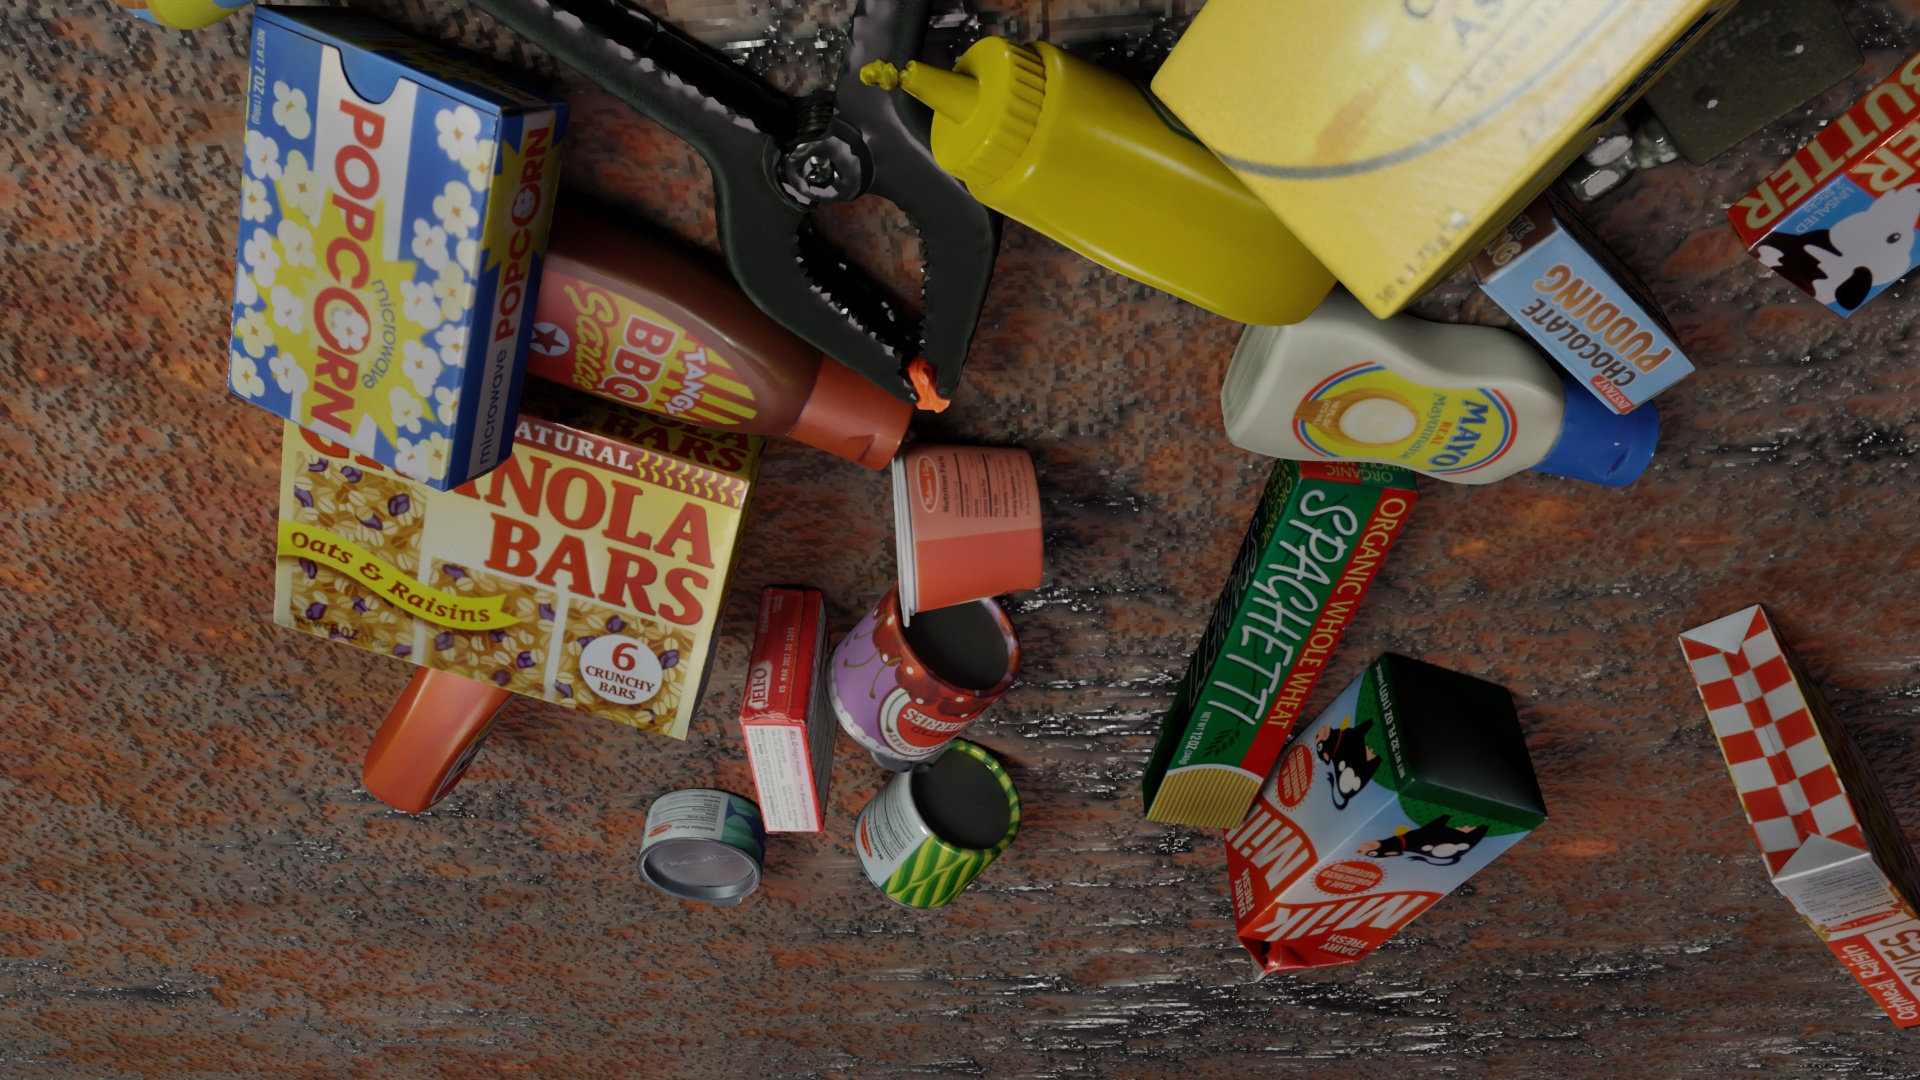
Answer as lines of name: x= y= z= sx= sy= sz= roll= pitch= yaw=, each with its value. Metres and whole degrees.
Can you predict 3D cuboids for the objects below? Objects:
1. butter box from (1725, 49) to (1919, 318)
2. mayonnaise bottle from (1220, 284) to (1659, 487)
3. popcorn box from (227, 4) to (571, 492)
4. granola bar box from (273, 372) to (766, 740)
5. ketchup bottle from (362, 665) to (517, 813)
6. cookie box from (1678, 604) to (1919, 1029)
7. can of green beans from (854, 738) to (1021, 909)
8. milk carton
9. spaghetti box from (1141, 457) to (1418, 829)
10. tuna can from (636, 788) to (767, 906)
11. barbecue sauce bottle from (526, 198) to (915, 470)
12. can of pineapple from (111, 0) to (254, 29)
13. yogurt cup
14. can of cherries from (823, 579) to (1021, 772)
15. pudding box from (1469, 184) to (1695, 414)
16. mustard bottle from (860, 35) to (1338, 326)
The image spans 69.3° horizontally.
butter box: x=0.300 y=-0.120 z=0.430 sx=0.053 sy=0.024 sz=0.103 roll=23 pitch=133 yaw=-21
mayonnaise bottle: x=0.173 y=-0.050 z=0.497 sx=0.148 sy=0.041 sz=0.064 roll=10 pitch=134 yaw=-7
popcorn box: x=-0.176 y=-0.089 z=0.429 sx=0.085 sy=0.038 sz=0.126 roll=25 pitch=117 yaw=10
granola bar box: x=-0.168 y=-0.004 z=0.528 sx=0.166 sy=0.039 sz=0.123 roll=17 pitch=119 yaw=-3
ketchup bottle: x=-0.214 y=0.056 z=0.616 sx=0.043 sy=0.065 sz=0.148 roll=34 pitch=121 yaw=-12
cookie box: x=0.383 y=0.124 z=0.612 sx=0.040 sy=0.123 sz=0.167 roll=-29 pitch=128 yaw=30
can of green beans: x=-0.011 y=0.140 z=0.688 sx=0.071 sy=0.071 sz=0.057 roll=21 pitch=133 yaw=-18
milk carton: x=0.189 y=0.145 z=0.680 sx=0.073 sy=0.073 sz=0.189 roll=17 pitch=135 yaw=-15
spaghetti box: x=0.133 y=0.050 z=0.614 sx=0.050 sy=0.029 sz=0.248 roll=6 pitch=137 yaw=-5
tuna can: x=-0.136 y=0.165 z=0.745 sx=0.071 sy=0.033 sz=0.070 roll=1 pitch=137 yaw=1
barbecue sauce bottle: x=-0.089 y=-0.067 z=0.490 sx=0.148 sy=0.044 sz=0.064 roll=20 pitch=139 yaw=-18
can of pineapple: x=-0.199 y=-0.176 z=0.362 sx=0.058 sy=0.071 sz=0.070 roll=-18 pitch=133 yaw=20
yogurt cup: x=0.002 y=-0.007 z=0.536 sx=0.054 sy=0.073 sz=0.072 roll=-4 pitch=137 yaw=-4
can of cherries: x=-0.015 y=0.055 z=0.595 sx=0.071 sy=0.072 sz=0.058 roll=25 pitch=132 yaw=-22
pudding box: x=0.199 y=-0.083 z=0.455 sx=0.083 sy=0.050 sz=0.030 roll=32 pitch=128 yaw=-28
mustard bottle: x=0.043 y=-0.109 z=0.404 sx=0.160 sy=0.065 sz=0.048 roll=13 pitch=123 yaw=-32
